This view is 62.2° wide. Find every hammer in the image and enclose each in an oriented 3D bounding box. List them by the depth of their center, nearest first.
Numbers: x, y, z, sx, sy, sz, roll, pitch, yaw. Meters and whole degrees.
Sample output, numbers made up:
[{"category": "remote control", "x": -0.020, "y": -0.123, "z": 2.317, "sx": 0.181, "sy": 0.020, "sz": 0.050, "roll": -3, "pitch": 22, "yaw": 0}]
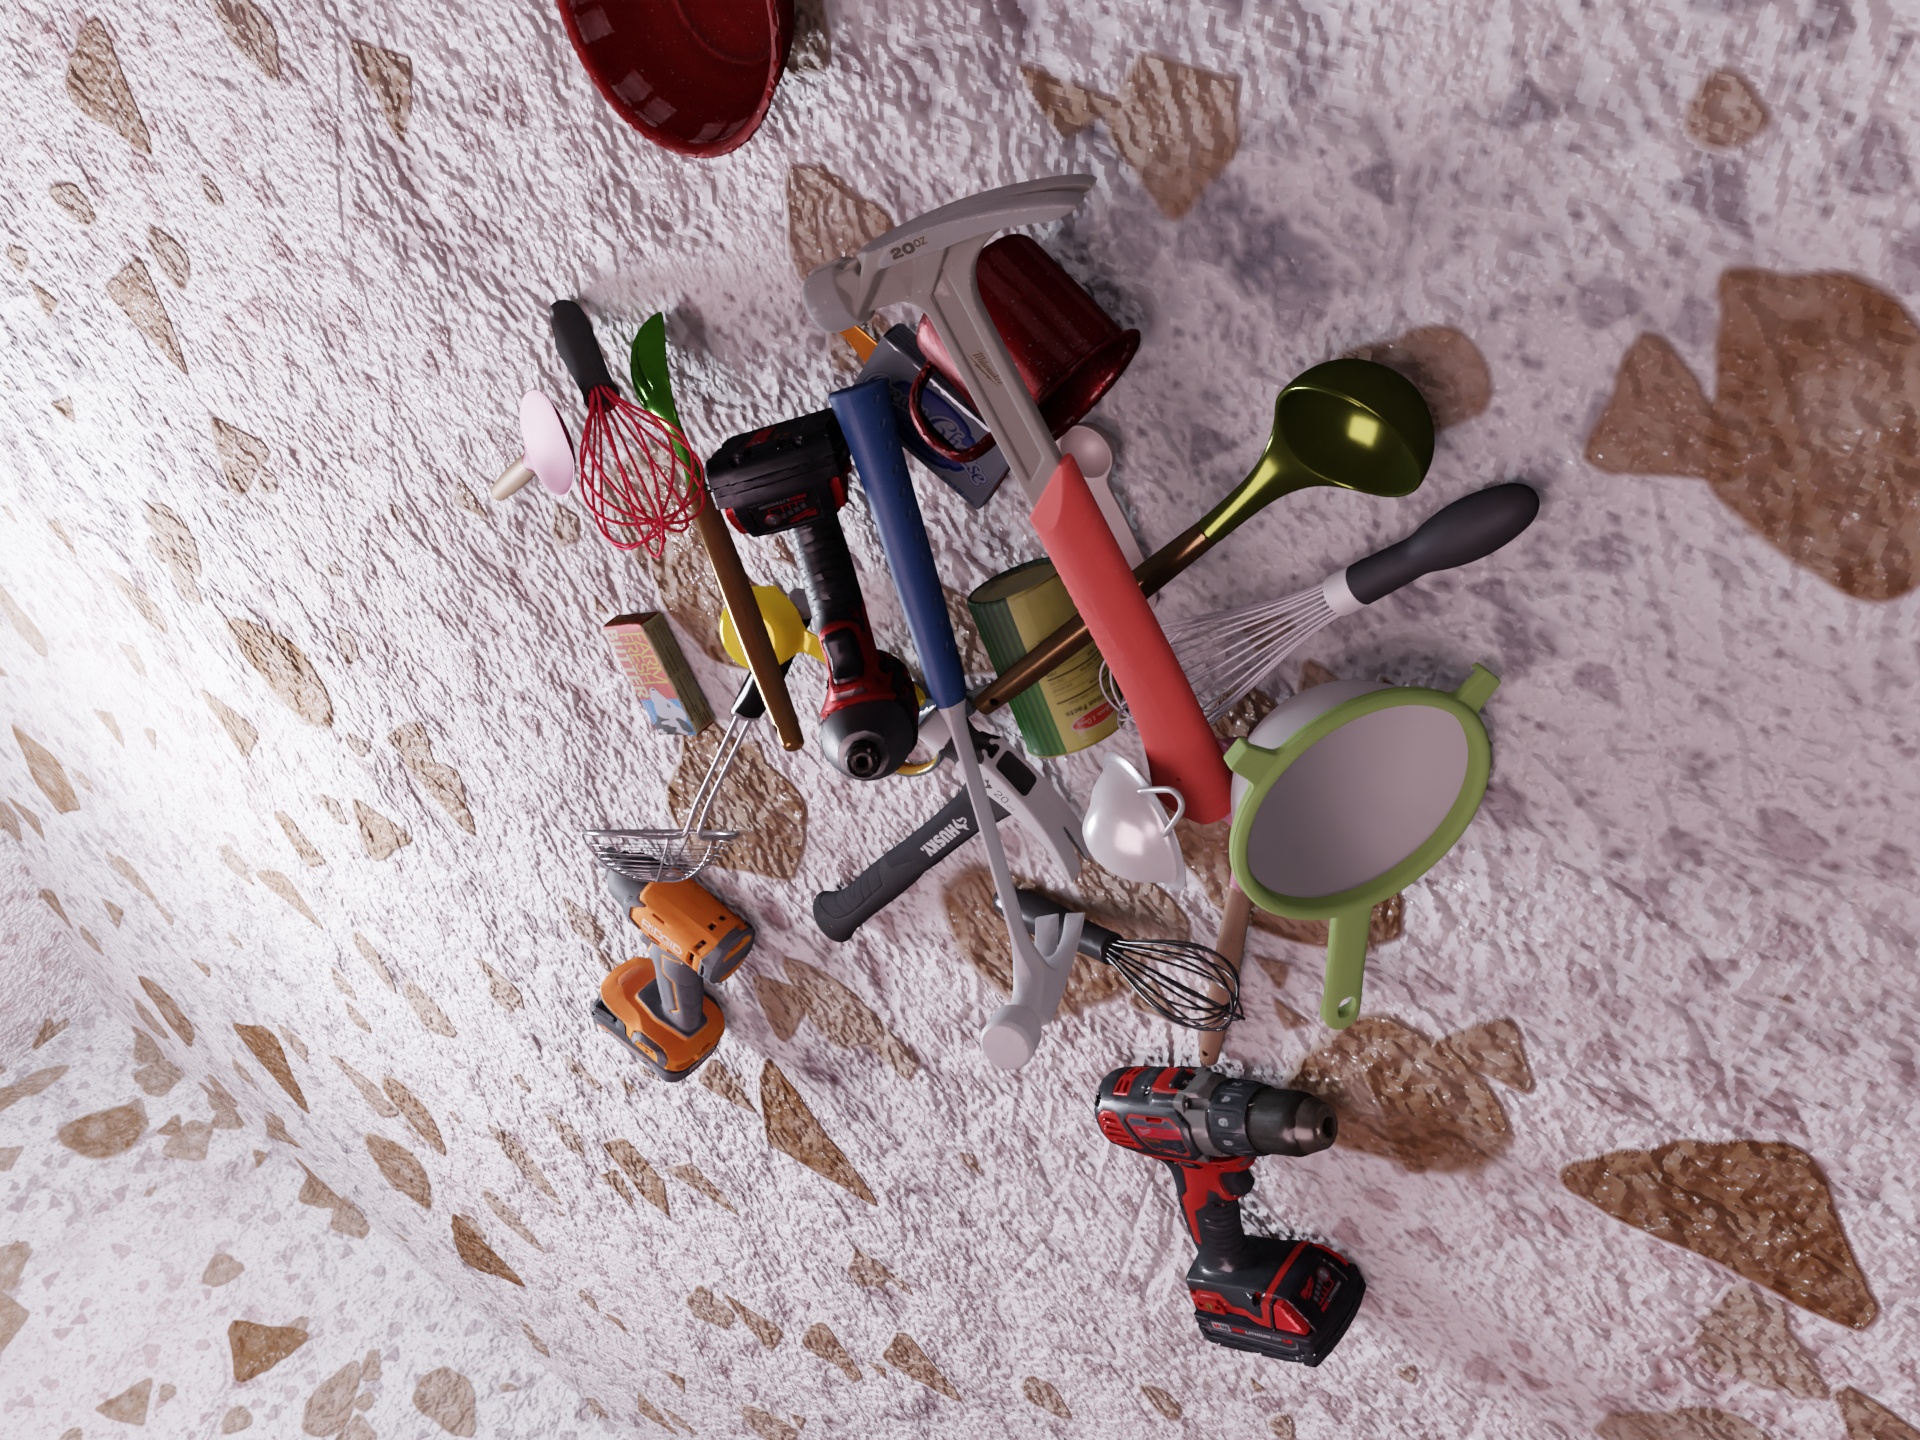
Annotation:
[{"category": "hammer", "x": 0.068, "y": -0.088, "z": 0.785, "sx": 0.149, "sy": 0.037, "sz": 0.358, "roll": -9, "pitch": 127, "yaw": 34}, {"category": "hammer", "x": -0.002, "y": -0.003, "z": 0.953, "sx": 0.035, "sy": 0.144, "sz": 0.405, "roll": -9, "pitch": 107, "yaw": 23}, {"category": "hammer", "x": -0.029, "y": 0.103, "z": 1.169, "sx": 0.146, "sy": 0.035, "sz": 0.334, "roll": 41, "pitch": 144, "yaw": -4}]

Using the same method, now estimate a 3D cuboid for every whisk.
[{"category": "whisk", "x": 0.177, "y": -0.056, "z": 0.832, "sx": 0.284, "sy": 0.070, "sz": 0.070, "roll": -30, "pitch": 100, "yaw": 46}, {"category": "whisk", "x": -0.218, "y": -0.193, "z": 0.987, "sx": 0.296, "sy": 0.073, "sz": 0.073, "roll": -122, "pitch": 23, "yaw": -45}, {"category": "whisk", "x": 0.099, "y": 0.153, "z": 1.068, "sx": 0.239, "sy": 0.055, "sz": 0.055, "roll": 18, "pitch": 135, "yaw": 50}]

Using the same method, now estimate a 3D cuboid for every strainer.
[{"category": "strainer", "x": 0.205, "y": 0.069, "z": 0.881, "sx": 0.069, "sy": 0.151, "sz": 0.256, "roll": -119, "pitch": 16, "yaw": -47}, {"category": "strainer", "x": 0.093, "y": 0.070, "z": 0.945, "sx": 0.087, "sy": 0.050, "sz": 0.258, "roll": 62, "pitch": 176, "yaw": 8}]

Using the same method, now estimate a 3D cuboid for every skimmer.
[{"category": "skimmer", "x": -0.193, "y": 0.011, "z": 1.229, "sx": 0.363, "sy": 0.127, "sz": 0.090, "roll": -58, "pitch": 41, "yaw": 39}]

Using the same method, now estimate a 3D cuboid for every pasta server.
[{"category": "pasta server", "x": 0.170, "y": 0.125, "z": 1.007, "sx": 0.060, "sy": 0.040, "sz": 0.316, "roll": 35, "pitch": 142, "yaw": 31}]

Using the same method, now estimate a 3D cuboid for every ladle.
[{"category": "ladle", "x": 0.108, "y": -0.077, "z": 0.824, "sx": 0.078, "sy": 0.062, "sz": 0.320, "roll": 40, "pitch": 130, "yaw": -15}]

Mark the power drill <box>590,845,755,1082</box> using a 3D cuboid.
[{"category": "power drill", "x": -0.281, "y": 0.220, "z": 1.480, "sx": 0.164, "sy": 0.084, "sz": 0.226, "roll": 36, "pitch": 136, "yaw": 15}]

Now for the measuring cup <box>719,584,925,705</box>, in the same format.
[{"category": "measuring cup", "x": -0.096, "y": -0.041, "z": 1.079, "sx": 0.156, "sy": 0.029, "sz": 0.062, "roll": 26, "pitch": 123, "yaw": 16}]

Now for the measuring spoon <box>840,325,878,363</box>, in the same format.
[{"category": "measuring spoon", "x": -0.038, "y": -0.206, "z": 0.939, "sx": 0.117, "sy": 0.011, "sz": 0.021, "roll": 45, "pitch": 134, "yaw": -2}]

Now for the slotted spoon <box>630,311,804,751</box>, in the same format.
[{"category": "slotted spoon", "x": -0.154, "y": -0.121, "z": 0.986, "sx": 0.070, "sy": 0.031, "sz": 0.314, "roll": 115, "pitch": 136, "yaw": -62}]

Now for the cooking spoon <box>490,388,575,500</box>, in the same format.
[{"category": "cooking spoon", "x": -0.304, "y": -0.179, "z": 1.117, "sx": 0.319, "sy": 0.017, "sz": 0.068, "roll": 2, "pitch": 113, "yaw": 67}]

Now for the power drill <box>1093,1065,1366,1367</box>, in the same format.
[{"category": "power drill", "x": 0.210, "y": 0.344, "z": 1.132, "sx": 0.188, "sy": 0.080, "sz": 0.226, "roll": -8, "pitch": 113, "yaw": 46}]

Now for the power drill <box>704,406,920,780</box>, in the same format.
[{"category": "power drill", "x": -0.080, "y": -0.070, "z": 0.972, "sx": 0.078, "sy": 0.143, "sz": 0.219, "roll": -15, "pitch": 108, "yaw": 6}]

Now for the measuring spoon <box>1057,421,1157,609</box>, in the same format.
[{"category": "measuring spoon", "x": 0.089, "y": -0.116, "z": 0.897, "sx": 0.034, "sy": 0.018, "sz": 0.124, "roll": 2, "pitch": 131, "yaw": 40}]
